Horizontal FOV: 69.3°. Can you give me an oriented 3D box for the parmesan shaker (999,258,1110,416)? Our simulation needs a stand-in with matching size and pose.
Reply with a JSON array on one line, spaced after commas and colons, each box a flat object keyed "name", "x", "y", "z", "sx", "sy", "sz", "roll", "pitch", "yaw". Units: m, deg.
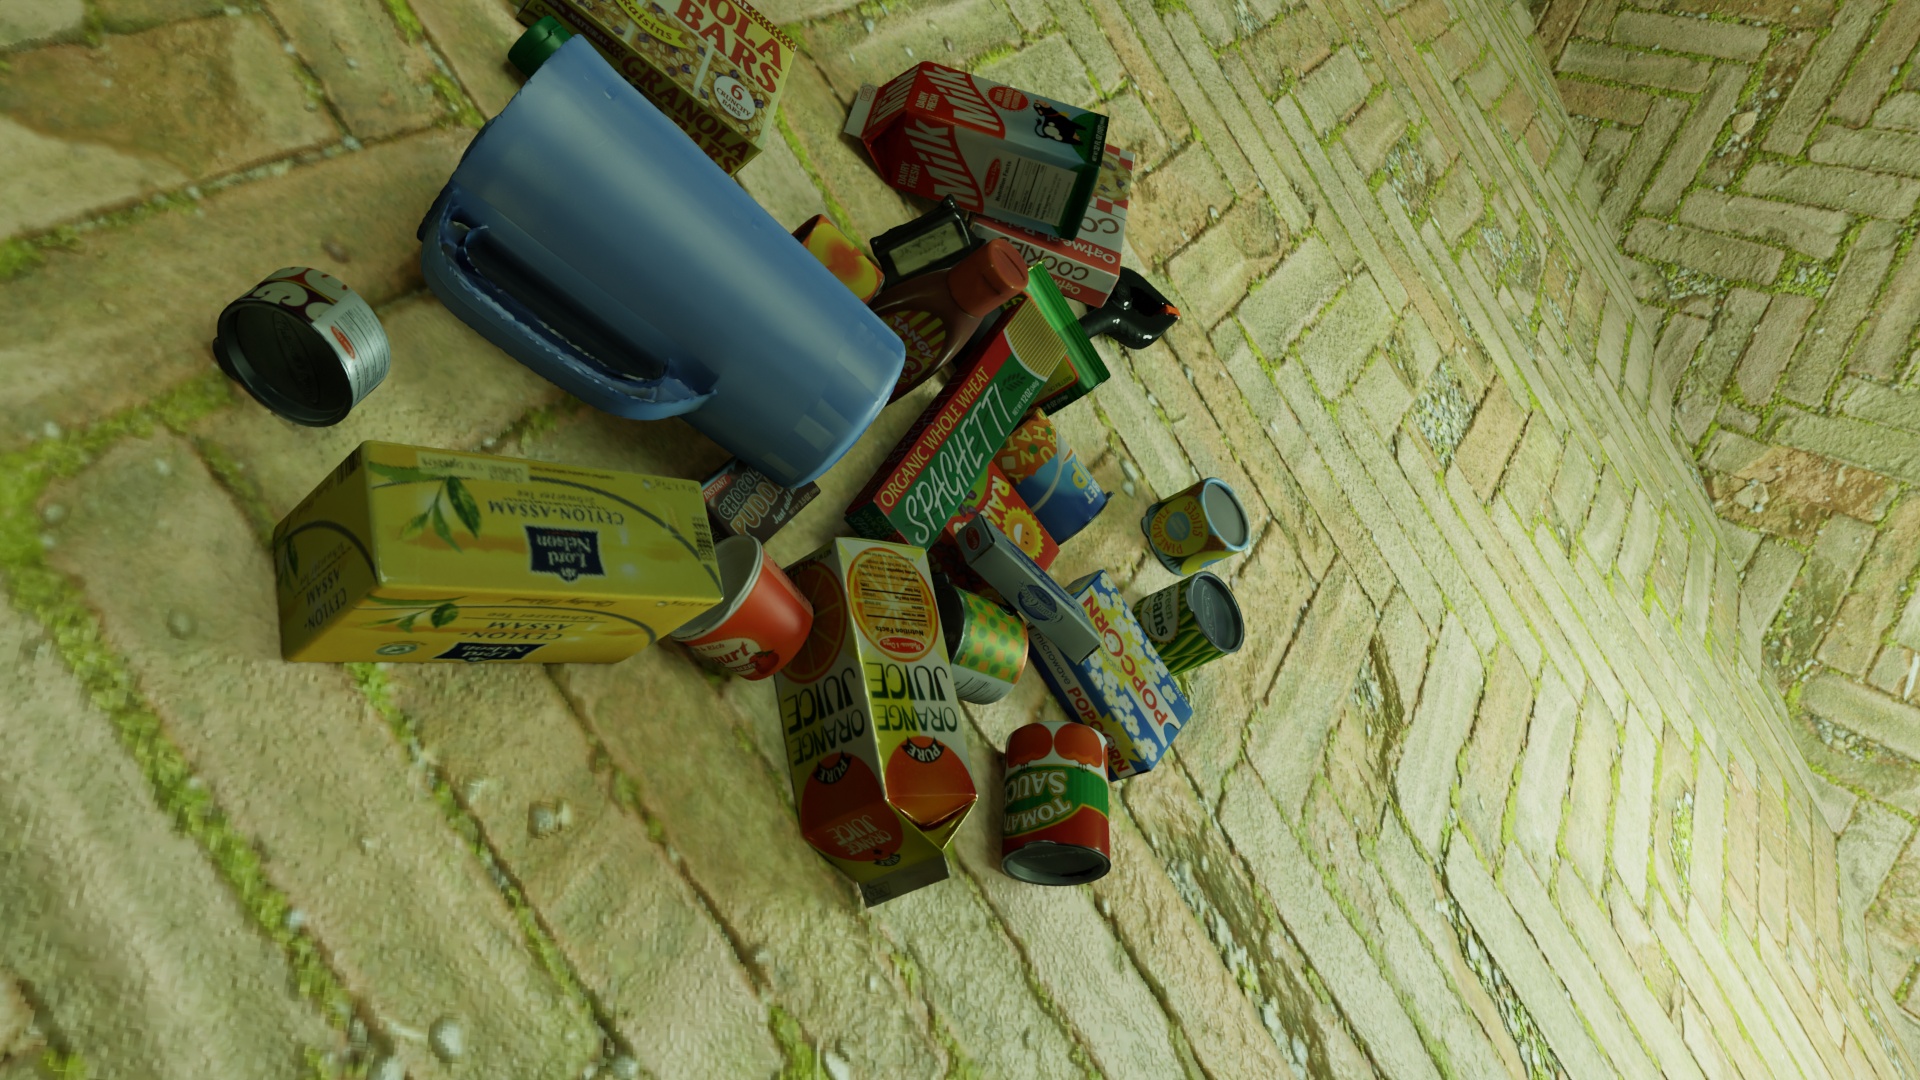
[{"name": "parmesan shaker", "x": 0.063, "y": -0.153, "z": 1.059, "sx": 0.103, "sy": 0.071, "sz": 0.071, "roll": 57, "pitch": 38, "yaw": -5}]

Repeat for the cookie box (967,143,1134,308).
[{"name": "cookie box", "x": 0.073, "y": -0.274, "z": 1.135, "sx": 0.123, "sy": 0.040, "sz": 0.168, "roll": 18, "pitch": 50, "yaw": -8}]

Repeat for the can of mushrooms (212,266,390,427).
[{"name": "can of mushrooms", "x": -0.295, "y": -0.087, "z": 0.622, "sx": 0.071, "sy": 0.071, "sz": 0.034, "roll": 46, "pitch": 40, "yaw": -19}]

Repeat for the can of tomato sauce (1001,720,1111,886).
[{"name": "can of tomato sauce", "x": 0.058, "y": 0.162, "z": 0.860, "sx": 0.071, "sy": 0.071, "sz": 0.083, "roll": 31, "pitch": 46, "yaw": -33}]

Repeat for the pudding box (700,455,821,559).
[{"name": "pudding box", "x": -0.123, "y": -0.023, "z": 0.801, "sx": 0.049, "sy": 0.030, "sz": 0.084, "roll": 53, "pitch": 38, "yaw": -9}]

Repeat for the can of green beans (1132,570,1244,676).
[{"name": "can of green beans", "x": 0.173, "y": 0.064, "z": 1.058, "sx": 0.071, "sy": 0.057, "sz": 0.071, "roll": 27, "pitch": 49, "yaw": -36}]

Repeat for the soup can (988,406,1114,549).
[{"name": "soup can", "x": 0.057, "y": -0.045, "z": 0.984, "sx": 0.083, "sy": 0.071, "sz": 0.072, "roll": 53, "pitch": 39, "yaw": -11}]

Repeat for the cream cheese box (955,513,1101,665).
[{"name": "cream cheese box", "x": 0.043, "y": 0.030, "z": 0.878, "sx": 0.103, "sy": 0.024, "sz": 0.053, "roll": 43, "pitch": 10, "yaw": -21}]

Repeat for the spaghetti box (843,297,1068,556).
[{"name": "spaghetti box", "x": 0.004, "y": -0.075, "z": 0.907, "sx": 0.050, "sy": 0.028, "sz": 0.251, "roll": 49, "pitch": 44, "yaw": -15}]

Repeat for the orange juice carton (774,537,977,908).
[{"name": "orange juice carton", "x": -0.049, "y": 0.101, "z": 0.774, "sx": 0.073, "sy": 0.071, "sz": 0.193, "roll": 9, "pitch": 61, "yaw": -45}]

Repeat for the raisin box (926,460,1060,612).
[{"name": "raisin box", "x": 0.003, "y": -0.012, "z": 0.930, "sx": 0.123, "sy": 0.040, "sz": 0.086, "roll": 51, "pitch": 39, "yaw": -11}]

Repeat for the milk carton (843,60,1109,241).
[{"name": "milk carton", "x": 0.010, "y": -0.302, "z": 1.057, "sx": 0.191, "sy": 0.073, "sz": 0.073, "roll": 16, "pitch": 49, "yaw": -4}]

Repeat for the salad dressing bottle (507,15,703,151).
[{"name": "salad dressing bottle", "x": -0.205, "y": -0.248, "z": 0.839, "sx": 0.147, "sy": 0.044, "sz": 0.064, "roll": 46, "pitch": 42, "yaw": -17}]

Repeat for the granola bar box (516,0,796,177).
[{"name": "granola bar box", "x": -0.193, "y": -0.333, "z": 0.909, "sx": 0.165, "sy": 0.039, "sz": 0.125, "roll": 34, "pitch": 46, "yaw": -30}]

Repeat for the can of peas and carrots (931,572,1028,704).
[{"name": "can of peas and carrots", "x": 0.000, "y": 0.061, "z": 0.857, "sx": 0.058, "sy": 0.070, "sz": 0.071, "roll": 23, "pitch": 52, "yaw": -40}]

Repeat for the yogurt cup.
[{"name": "yogurt cup", "x": -0.116, "y": 0.038, "z": 0.745, "sx": 0.054, "sy": 0.072, "sz": 0.073, "roll": 45, "pitch": 40, "yaw": -32}]

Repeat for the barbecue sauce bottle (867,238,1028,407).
[{"name": "barbecue sauce bottle", "x": -0.021, "y": -0.142, "z": 0.894, "sx": 0.064, "sy": 0.148, "sz": 0.044, "roll": 47, "pitch": 39, "yaw": -19}]

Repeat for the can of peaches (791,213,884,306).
[{"name": "can of peaches", "x": -0.092, "y": -0.170, "z": 0.899, "sx": 0.058, "sy": 0.071, "sz": 0.071, "roll": 42, "pitch": 42, "yaw": -22}]

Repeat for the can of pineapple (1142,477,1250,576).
[{"name": "can of pineapple", "x": 0.192, "y": -0.011, "z": 1.127, "sx": 0.071, "sy": 0.057, "sz": 0.071, "roll": 27, "pitch": 50, "yaw": -36}]

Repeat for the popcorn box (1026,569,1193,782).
[{"name": "popcorn box", "x": 0.103, "y": 0.094, "z": 0.977, "sx": 0.126, "sy": 0.038, "sz": 0.085, "roll": 57, "pitch": 37, "yaw": -4}]
